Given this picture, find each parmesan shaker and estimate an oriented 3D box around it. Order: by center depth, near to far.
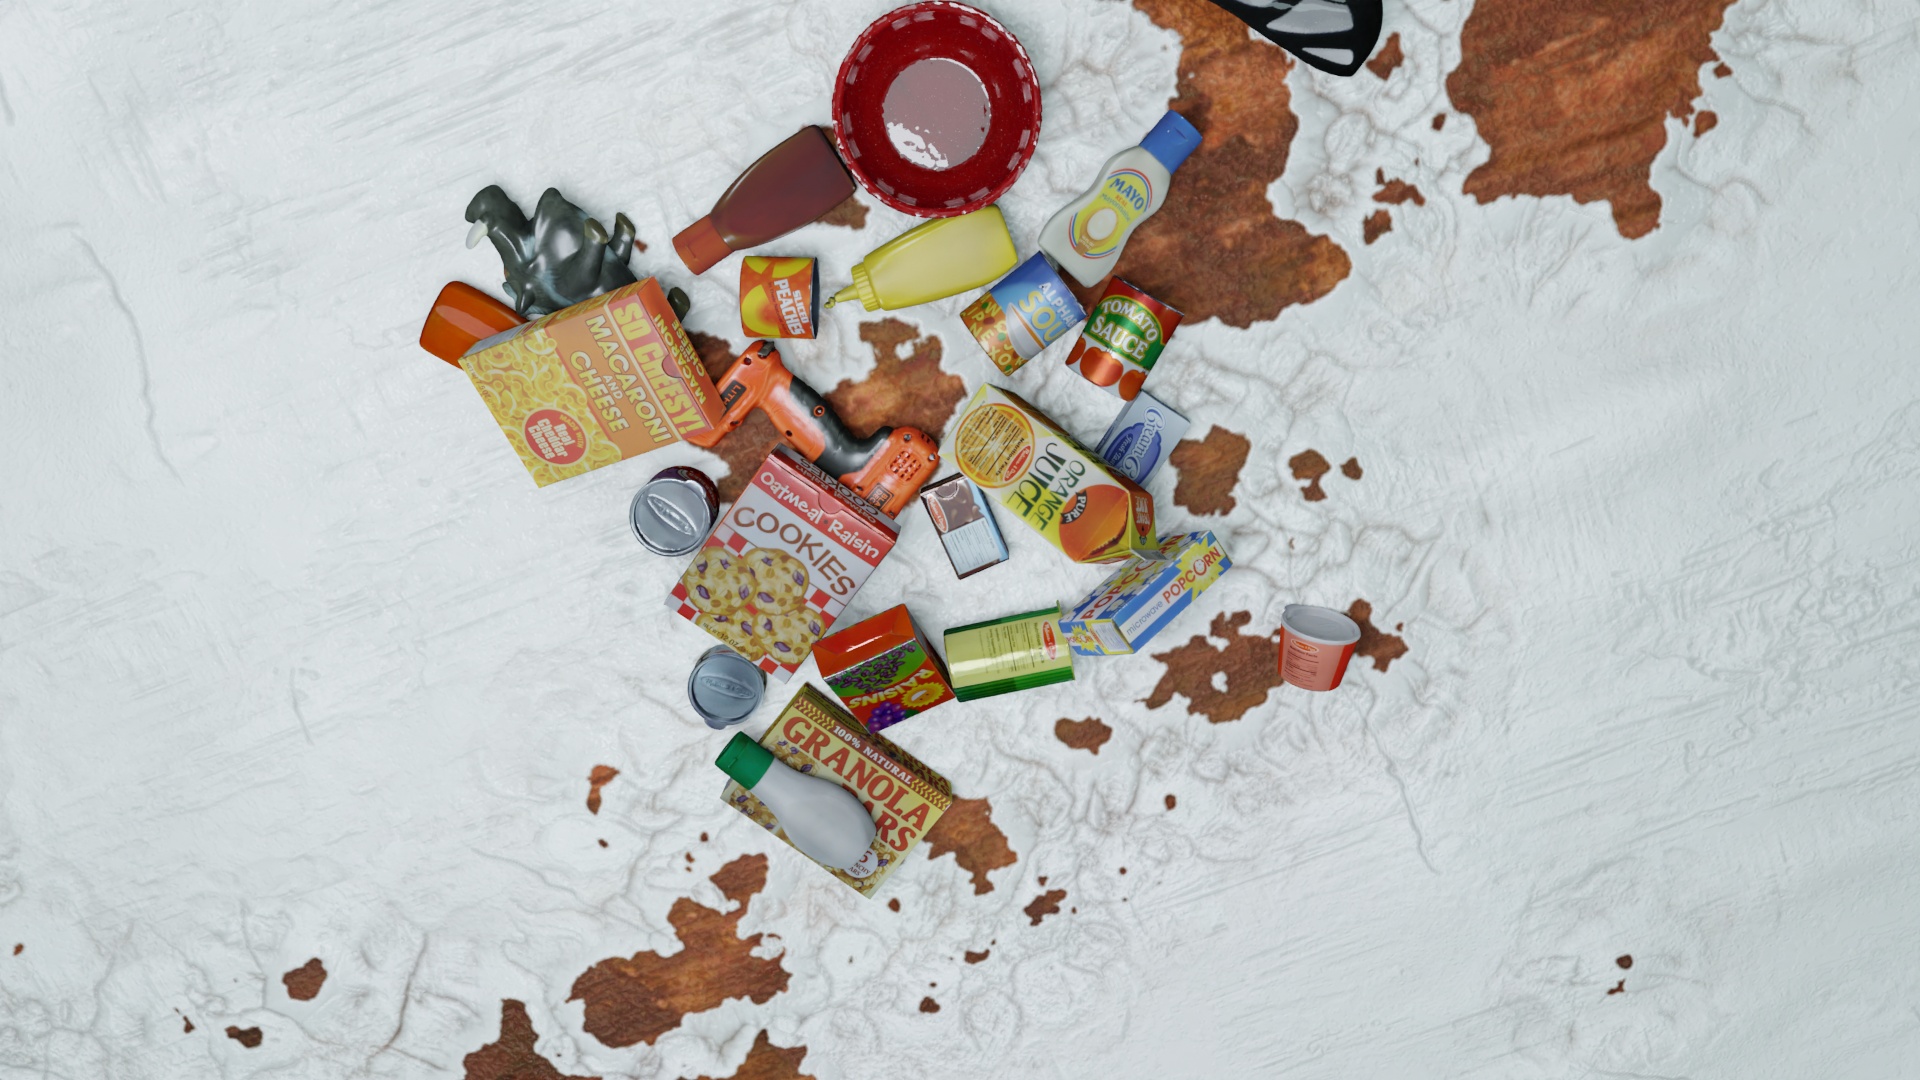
[{"bbox_3d":[0.041,0.095,1.195,0.103,0.071,0.071,-11,105,2],"label":"parmesan shaker"}]

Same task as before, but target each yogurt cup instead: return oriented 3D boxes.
[{"bbox_3d":[0.307,0.095,1.201,0.072,0.073,0.053,6,112,-3],"label":"yogurt cup"}]

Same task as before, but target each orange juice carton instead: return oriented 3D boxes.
[{"bbox_3d":[0.083,-0.041,1.115,0.193,0.072,0.073,39,102,19],"label":"orange juice carton"}]

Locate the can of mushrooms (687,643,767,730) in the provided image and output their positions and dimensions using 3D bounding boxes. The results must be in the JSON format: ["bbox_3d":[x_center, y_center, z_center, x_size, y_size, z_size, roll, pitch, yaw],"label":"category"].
[{"bbox_3d":[-0.204,0.127,1.212,0.071,0.033,0.071,-1,104,-2],"label":"can of mushrooms"}]

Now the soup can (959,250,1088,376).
[{"bbox_3d":[0.052,-0.181,1.120,0.083,0.071,0.071,-37,102,9],"label":"soup can"}]

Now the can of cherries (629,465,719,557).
[{"bbox_3d":[-0.235,-0.027,1.159,0.071,0.058,0.071,0,104,0],"label":"can of cherries"}]

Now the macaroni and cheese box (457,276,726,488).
[{"bbox_3d":[-0.287,-0.121,1.087,0.166,0.040,0.123,-16,118,18],"label":"macaroni and cheese box"}]

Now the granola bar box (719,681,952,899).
[{"bbox_3d":[-0.109,0.223,1.235,0.165,0.039,0.124,37,101,-10],"label":"granola bar box"}]

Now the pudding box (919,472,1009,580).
[{"bbox_3d":[0.004,-0.015,1.182,0.049,0.030,0.083,-23,104,6],"label":"pudding box"}]

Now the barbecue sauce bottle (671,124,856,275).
[{"bbox_3d":[-0.160,-0.266,1.107,0.148,0.044,0.064,-32,103,7],"label":"barbecue sauce bottle"}]

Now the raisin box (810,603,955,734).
[{"bbox_3d":[-0.063,0.110,1.172,0.086,0.040,0.123,-25,146,3],"label":"raisin box"}]

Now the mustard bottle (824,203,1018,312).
[{"bbox_3d":[-0.036,-0.220,1.119,0.160,0.049,0.065,-19,105,4],"label":"mustard bottle"}]

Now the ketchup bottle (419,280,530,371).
[{"bbox_3d":[-0.359,-0.150,1.132,0.149,0.044,0.064,28,108,-8],"label":"ketchup bottle"}]

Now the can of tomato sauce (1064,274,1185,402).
[{"bbox_3d":[0.132,-0.163,1.126,0.071,0.071,0.083,28,103,-8],"label":"can of tomato sauce"}]

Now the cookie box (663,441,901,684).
[{"bbox_3d":[-0.146,0.020,1.135,0.123,0.040,0.167,35,112,-9],"label":"cookie box"}]

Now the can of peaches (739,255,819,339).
[{"bbox_3d":[-0.144,-0.194,1.112,0.058,0.071,0.071,2,105,-1],"label":"can of peaches"}]

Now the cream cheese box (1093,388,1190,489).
[{"bbox_3d":[0.144,-0.072,1.174,0.053,0.024,0.103,31,102,-10],"label":"cream cheese box"}]

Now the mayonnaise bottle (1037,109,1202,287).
[{"bbox_3d":[0.130,-0.276,1.112,0.065,0.041,0.148,40,101,-9],"label":"mayonnaise bottle"}]

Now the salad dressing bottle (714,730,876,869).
[{"bbox_3d":[-0.142,0.221,1.191,0.147,0.044,0.064,39,103,-9],"label":"salad dressing bottle"}]

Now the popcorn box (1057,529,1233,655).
[{"bbox_3d":[0.152,0.044,1.146,0.127,0.085,0.038,-38,101,-25],"label":"popcorn box"}]
